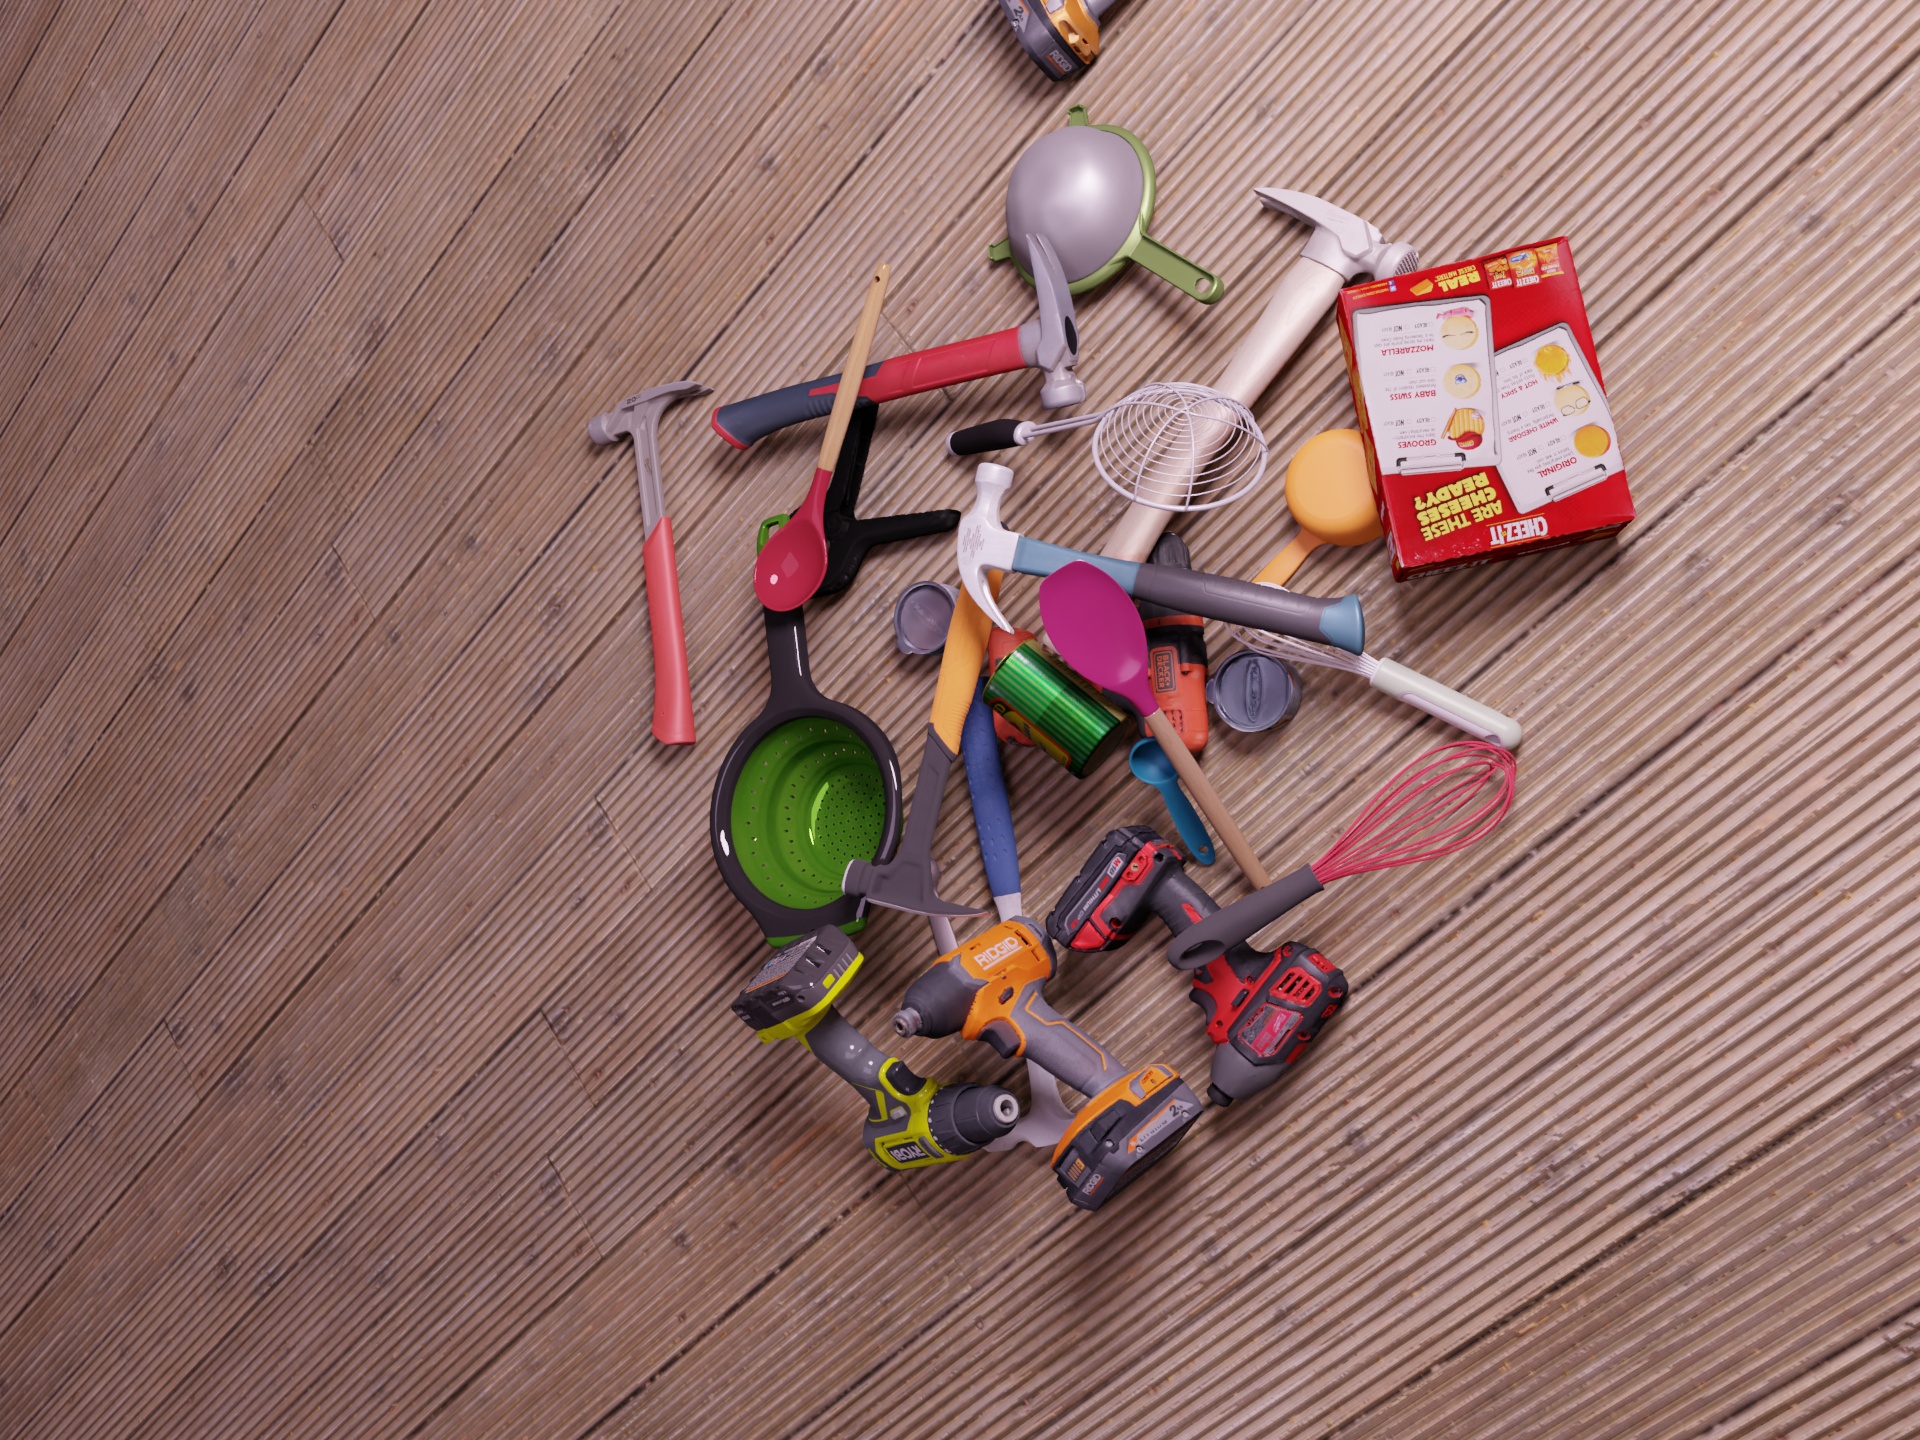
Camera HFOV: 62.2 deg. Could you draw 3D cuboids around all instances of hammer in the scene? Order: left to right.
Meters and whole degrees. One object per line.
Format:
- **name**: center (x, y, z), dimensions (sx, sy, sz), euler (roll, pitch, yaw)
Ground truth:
- **hammer**: center (-0.293, -0.154, 1.590), dimensions (0.149, 0.036, 0.359), euler (-12, 81, 30)
- **hammer**: center (-0.072, -0.317, 1.415), dimensions (0.386, 0.038, 0.143), euler (-6, 102, 33)
- **hammer**: center (-0.002, -0.004, 1.330), dimensions (0.127, 0.034, 0.337), euler (11, 84, 16)
- **hammer**: center (0.048, 0.161, 1.374), dimensions (0.144, 0.035, 0.406), euler (-16, 80, 30)
- **hammer**: center (0.151, -0.107, 1.231), dimensions (0.331, 0.033, 0.128), euler (15, 91, 20)
- **hammer**: center (0.186, -0.229, 1.272), dimensions (0.146, 0.038, 0.410), euler (38, 98, 28)

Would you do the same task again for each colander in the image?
- **colander**: center (-0.130, 0.007, 1.456), dimensions (0.204, 0.094, 0.397), euler (-15, 75, 27)

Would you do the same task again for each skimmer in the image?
- **skimmer**: center (0.097, -0.211, 1.283), dimensions (0.363, 0.127, 0.090), euler (8, 130, 60)

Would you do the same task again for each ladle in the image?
- **ladle**: center (-0.113, -0.246, 1.397), dimensions (0.069, 0.031, 0.315), euler (22, 101, 20)

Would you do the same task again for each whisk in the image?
- **whisk**: center (0.282, 0.107, 1.186), dimensions (0.296, 0.073, 0.073), euler (-32, 72, 10)
- **whisk**: center (0.311, -0.040, 1.213), dimensions (0.246, 0.057, 0.059), euler (29, 69, 21)

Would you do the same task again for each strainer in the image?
- **strainer**: center (0.115, -0.411, 1.311), dimensions (0.257, 0.069, 0.151), euler (45, 110, 37)

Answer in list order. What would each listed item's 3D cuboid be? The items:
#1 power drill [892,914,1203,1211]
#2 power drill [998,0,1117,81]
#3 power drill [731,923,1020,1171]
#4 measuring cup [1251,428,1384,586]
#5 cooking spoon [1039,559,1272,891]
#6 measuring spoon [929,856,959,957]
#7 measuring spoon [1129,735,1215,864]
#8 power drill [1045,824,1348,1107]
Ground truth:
- **power drill**: center (0.060, 0.266, 1.245), dimensions (0.227, 0.164, 0.084), euler (45, 132, 23)
- **power drill**: center (0.130, -0.675, 1.336), dimensions (0.226, 0.084, 0.185), euler (-30, 73, 22)
- **power drill**: center (-0.067, 0.282, 1.335), dimensions (0.228, 0.080, 0.190), euler (47, 143, -9)
- **measuring cup**: center (0.269, -0.151, 1.243), dimensions (0.173, 0.052, 0.095), euler (-49, 66, 18)
- **cooking spoon**: center (0.161, 0.014, 1.235), dimensions (0.069, 0.017, 0.318), euler (-31, 102, 12)
- **measuring spoon**: center (-0.022, 0.180, 1.424), dimensions (0.034, 0.018, 0.124), euler (-26, 76, 27)
- **measuring spoon**: center (0.175, 0.062, 1.282), dimensions (0.042, 0.021, 0.128), euler (-21, 115, 20)
- **power drill**: center (0.183, 0.195, 1.268), dimensions (0.220, 0.078, 0.143), euler (39, 103, 23)
